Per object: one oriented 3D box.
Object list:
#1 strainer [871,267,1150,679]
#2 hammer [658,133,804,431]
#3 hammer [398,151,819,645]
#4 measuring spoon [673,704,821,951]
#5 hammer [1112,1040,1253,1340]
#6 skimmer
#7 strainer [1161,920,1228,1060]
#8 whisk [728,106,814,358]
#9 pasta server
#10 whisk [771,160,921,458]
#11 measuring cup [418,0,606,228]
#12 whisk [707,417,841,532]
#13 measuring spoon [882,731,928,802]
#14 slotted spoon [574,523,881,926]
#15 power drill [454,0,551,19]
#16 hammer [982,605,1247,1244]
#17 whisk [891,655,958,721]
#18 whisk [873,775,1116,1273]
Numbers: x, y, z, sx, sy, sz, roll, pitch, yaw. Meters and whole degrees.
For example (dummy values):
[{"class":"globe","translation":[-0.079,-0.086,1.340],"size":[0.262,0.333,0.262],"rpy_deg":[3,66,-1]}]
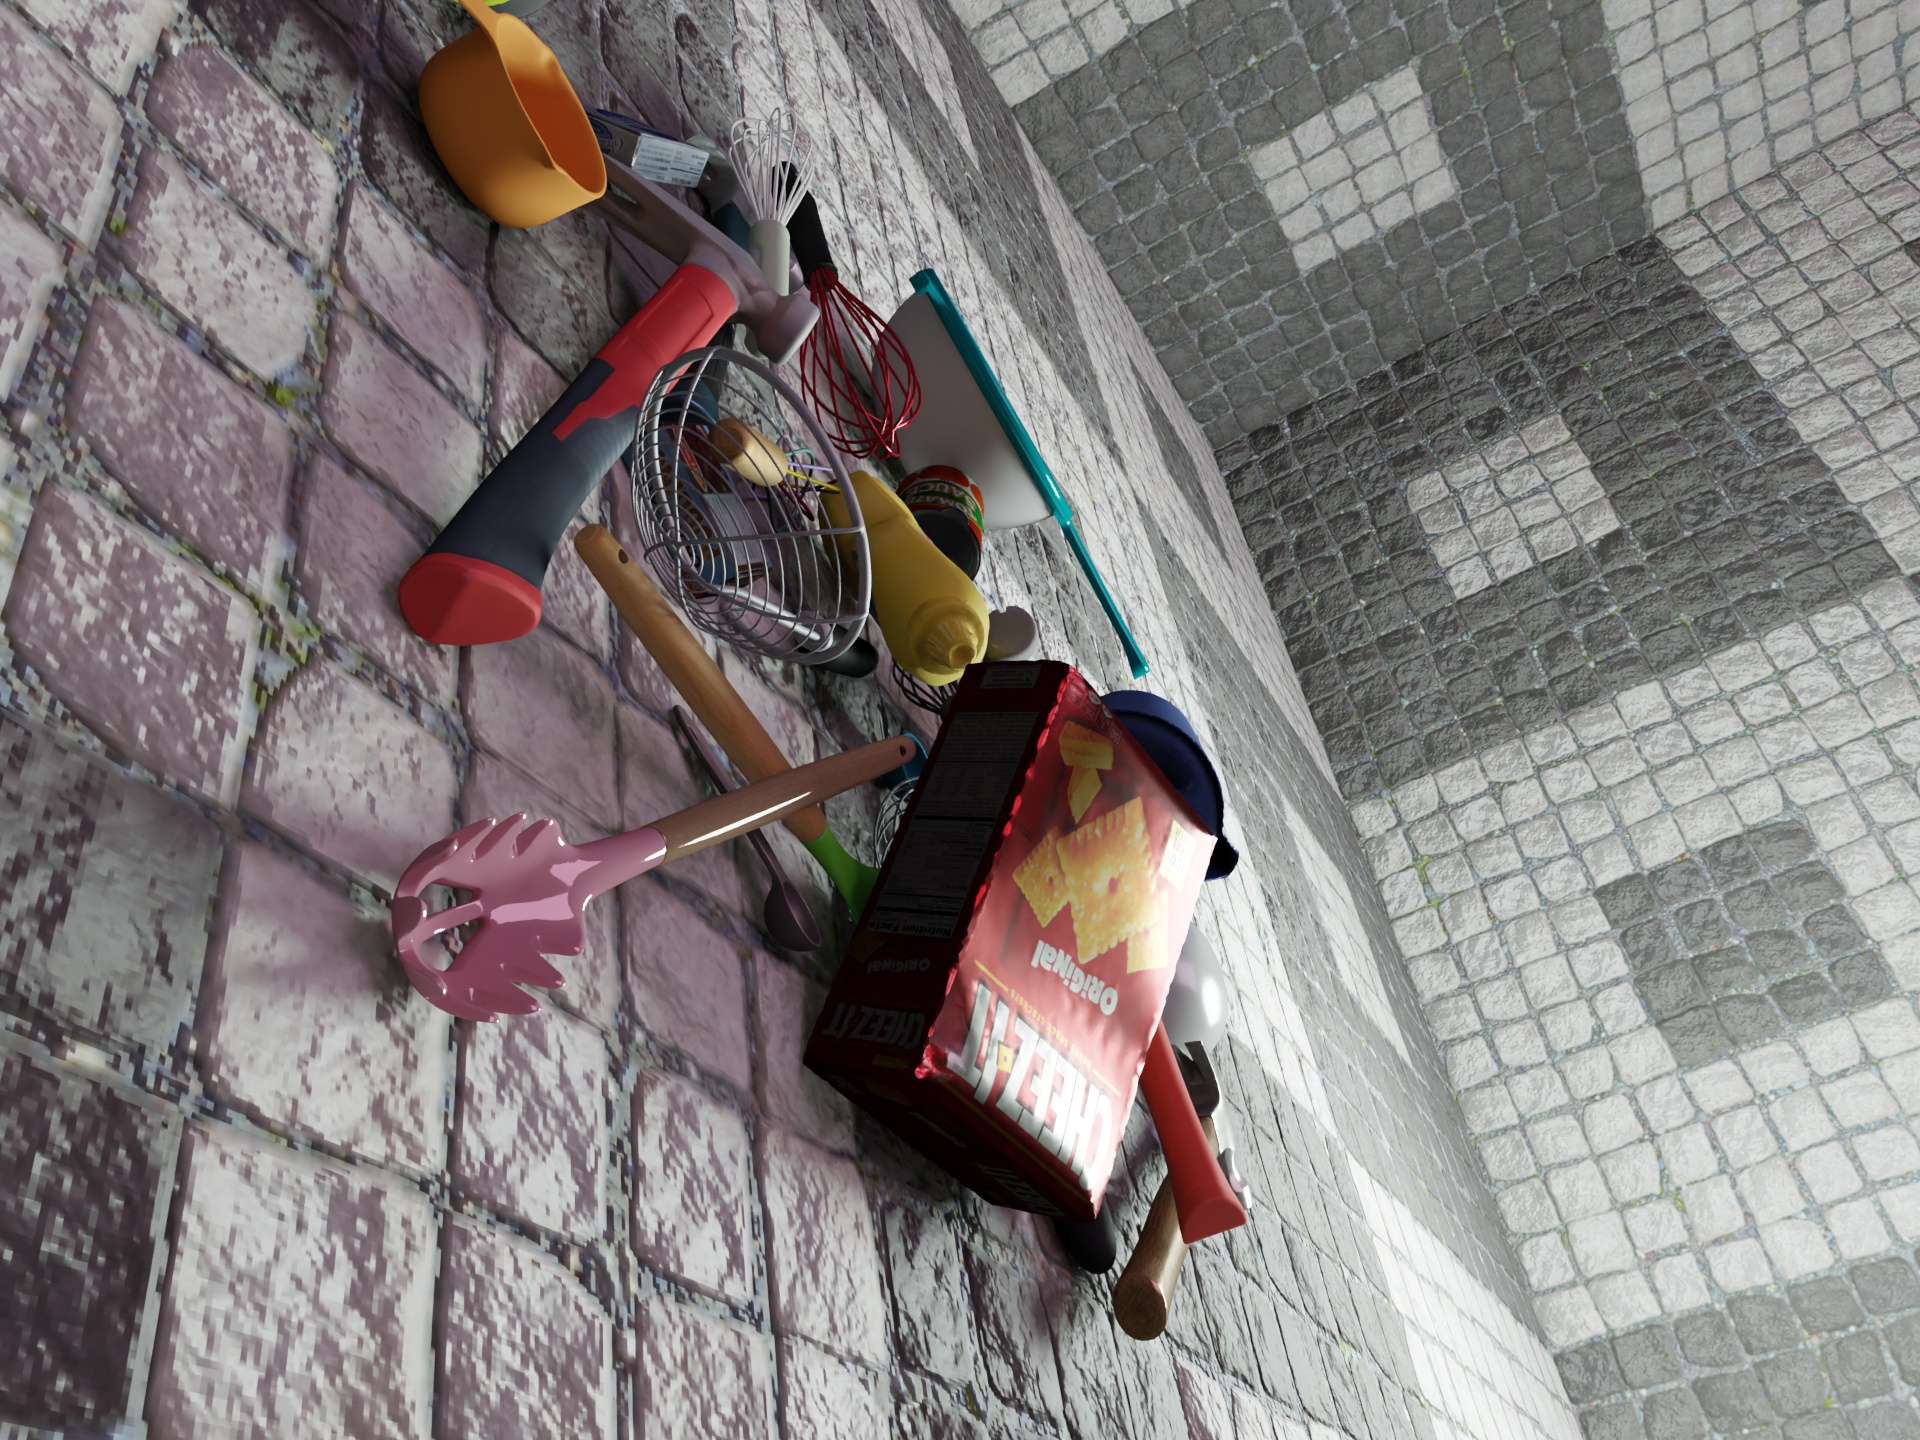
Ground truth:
[{"class":"strainer","translation":[0.024,-0.165,1.188],"size":[0.340,0.095,0.211],"rpy_deg":[61,7,-7]},{"class":"hammer","translation":[-0.143,-0.248,0.939],"size":[0.128,0.033,0.331],"rpy_deg":[54,20,-33]},{"class":"hammer","translation":[-0.165,-0.152,0.700],"size":[0.143,0.038,0.387],"rpy_deg":[35,31,-13]},{"class":"measuring spoon","translation":[-0.099,0.049,0.698],"size":[0.124,0.018,0.034],"rpy_deg":[59,4,4]},{"class":"hammer","translation":[0.134,0.285,0.963],"size":[0.331,0.031,0.130],"rpy_deg":[-12,88,-74]},{"class":"skimmer","translation":[-0.061,-0.067,0.734],"size":[0.127,0.090,0.363],"rpy_deg":[51,4,9]},{"class":"strainer","translation":[0.128,0.163,1.103],"size":[0.256,0.069,0.152],"rpy_deg":[43,28,-54]},{"class":"whisk","translation":[-0.117,-0.299,0.967],"size":[0.059,0.057,0.247],"rpy_deg":[17,44,-23]},{"class":"pasta server","translation":[-0.092,0.039,0.590],"size":[0.316,0.040,0.060],"rpy_deg":[-21,100,-61]},{"class":"whisk","translation":[-0.084,-0.267,1.003],"size":[0.073,0.073,0.296],"rpy_deg":[44,21,-49]},{"class":"measuring cup","translation":[-0.227,-0.295,0.706],"size":[0.173,0.052,0.095],"rpy_deg":[49,22,-50]},{"class":"whisk","translation":[-0.099,-0.127,0.809],"size":[0.047,0.051,0.245],"rpy_deg":[39,4,0]},{"class":"measuring spoon","translation":[-0.026,0.070,0.884],"size":[0.042,0.021,0.129],"rpy_deg":[28,49,-64]},{"class":"slotted spoon","translation":[-0.076,0.033,0.684],"size":[0.070,0.031,0.313],"rpy_deg":[-84,153,-42]},{"class":"power drill","translation":[-0.275,-0.424,0.725],"size":[0.171,0.080,0.223],"rpy_deg":[66,20,2]},{"class":"hammer","translation":[0.081,0.115,0.912],"size":[0.149,0.036,0.359],"rpy_deg":[79,-8,-74]},{"class":"whisk","translation":[-0.003,-0.002,0.911],"size":[0.055,0.055,0.239],"rpy_deg":[56,5,-27]},{"class":"whisk","translation":[0.024,0.162,0.831],"size":[0.284,0.070,0.070],"rpy_deg":[68,17,-7]}]
